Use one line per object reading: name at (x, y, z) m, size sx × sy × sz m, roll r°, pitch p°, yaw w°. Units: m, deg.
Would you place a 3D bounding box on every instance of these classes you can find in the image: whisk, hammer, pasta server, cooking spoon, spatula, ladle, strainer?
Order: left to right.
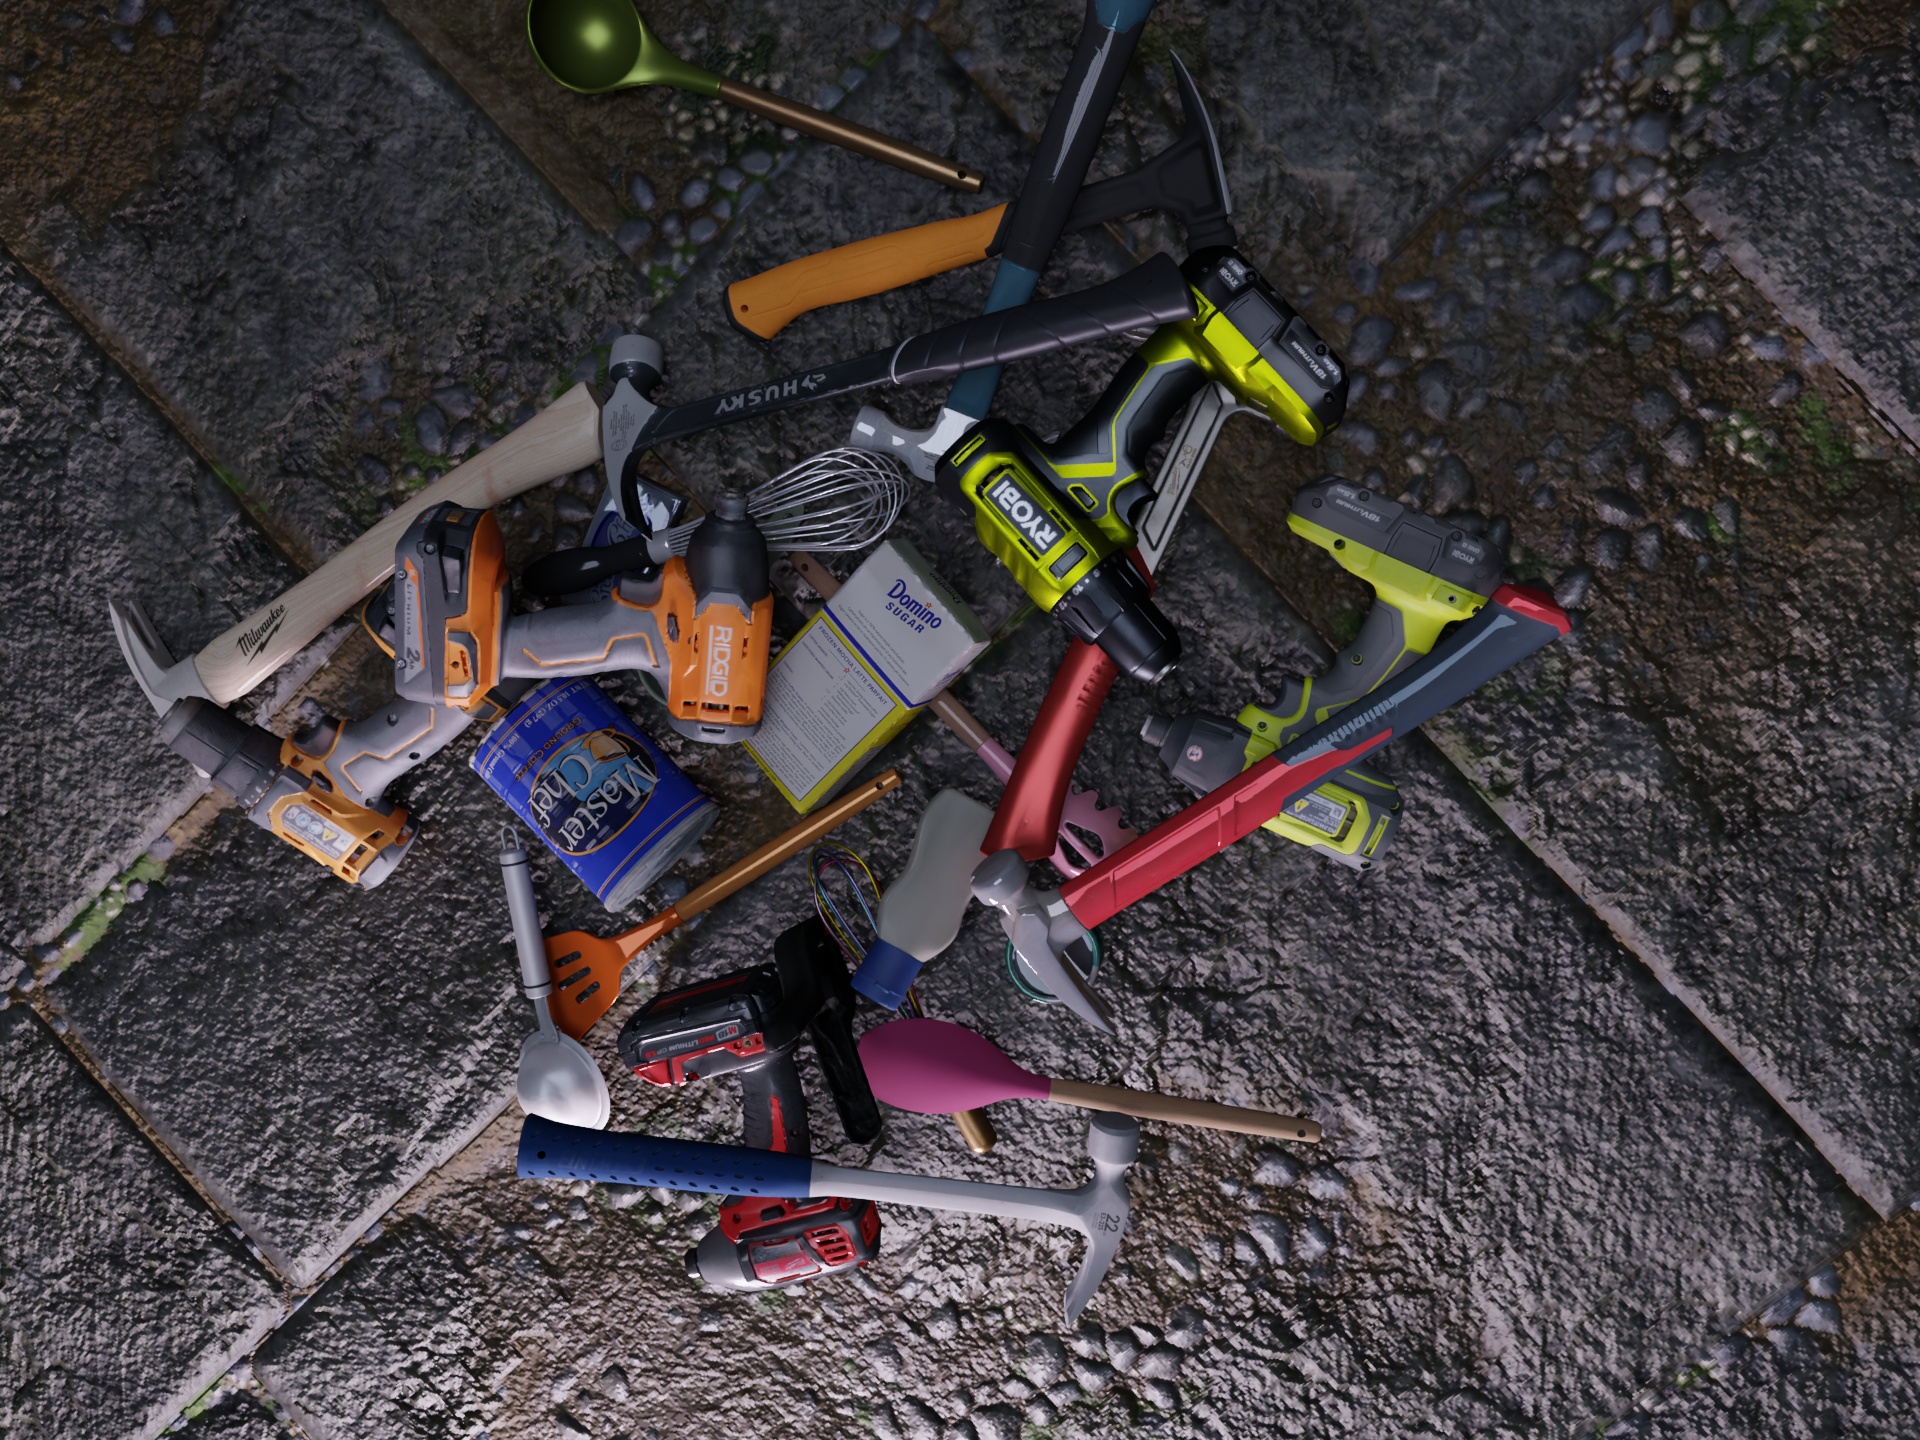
hammer at (-0.425, -0.124, 1.137) m, size 0.410 × 0.038 × 0.146 m, roll -32°, pitch 89°, yaw 12°
strainer at (-0.303, 0.201, 1.140) m, size 0.087 × 0.050 × 0.258 m, roll -4°, pitch 98°, yaw 32°
whisk at (-0.168, -0.124, 1.056) m, size 0.284 × 0.070 × 0.070 m, roll -12°, pitch 94°, yaw 16°
spatula at (-0.177, 0.122, 1.129) m, size 0.322 × 0.041 × 0.081 m, roll -32°, pitch 88°, yaw 8°
ladle at (-0.135, -0.410, 1.043) m, size 0.320 × 0.062 × 0.078 m, roll 22°, pitch 94°, yaw 4°
hammer at (-0.090, 0.313, 1.062) m, size 0.405 × 0.035 × 0.144 m, roll 7°, pitch 100°, yaw -2°
hammer at (-0.052, -0.215, 0.987) m, size 0.409 × 0.036 × 0.149 m, roll -9°, pitch 65°, yaw 23°
whisk at (-0.038, 0.192, 1.102) m, size 0.047 × 0.051 × 0.245 m, roll -28°, pitch 94°, yaw 6°
pasta server at (-0.002, -0.003, 1.082) m, size 0.316 × 0.040 × 0.060 m, roll 45°, pitch 102°, yaw 7°
hammer at (0.001, -0.319, 1.030) m, size 0.337 × 0.034 × 0.127 m, roll -13°, pitch 109°, yaw 13°
hammer at (0.042, -0.299, 0.996) m, size 0.128 × 0.033 × 0.331 m, roll 22°, pitch 114°, yaw -1°
cooking spoon at (0.086, 0.254, 1.081) m, size 0.319 × 0.017 × 0.068 m, roll 9°, pitch 100°, yaw 2°
hammer at (0.092, -0.075, 1.029) m, size 0.149 × 0.036 × 0.359 m, roll 25°, pitch 93°, yaw 6°
hammer at (0.202, 0.049, 0.975) m, size 0.386 × 0.038 × 0.143 m, roll -34°, pitch 109°, yaw 14°

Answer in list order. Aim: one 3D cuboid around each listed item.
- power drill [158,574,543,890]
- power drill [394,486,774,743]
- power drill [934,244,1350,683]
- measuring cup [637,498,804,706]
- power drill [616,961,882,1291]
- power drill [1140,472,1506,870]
power drill at (-0.420, -0.009, 1.102) m, size 0.185 × 0.084 × 0.226 m, roll 39°, pitch 104°, yaw -22°
power drill at (-0.231, -0.076, 1.000) m, size 0.226 × 0.084 × 0.164 m, roll 6°, pitch 115°, yaw -7°
power drill at (0.123, -0.154, 0.971) m, size 0.228 × 0.080 × 0.190 m, roll -43°, pitch 84°, yaw 7°
measuring cup at (-0.156, -0.081, 1.097) m, size 0.083 × 0.038 × 0.167 m, roll 36°, pitch 92°, yaw 6°
power drill at (-0.154, 0.295, 1.119) m, size 0.143 × 0.078 × 0.219 m, roll -17°, pitch 96°, yaw 11°
power drill at (0.229, -0.036, 1.011) m, size 0.171 × 0.080 × 0.223 m, roll 25°, pitch 103°, yaw 6°
